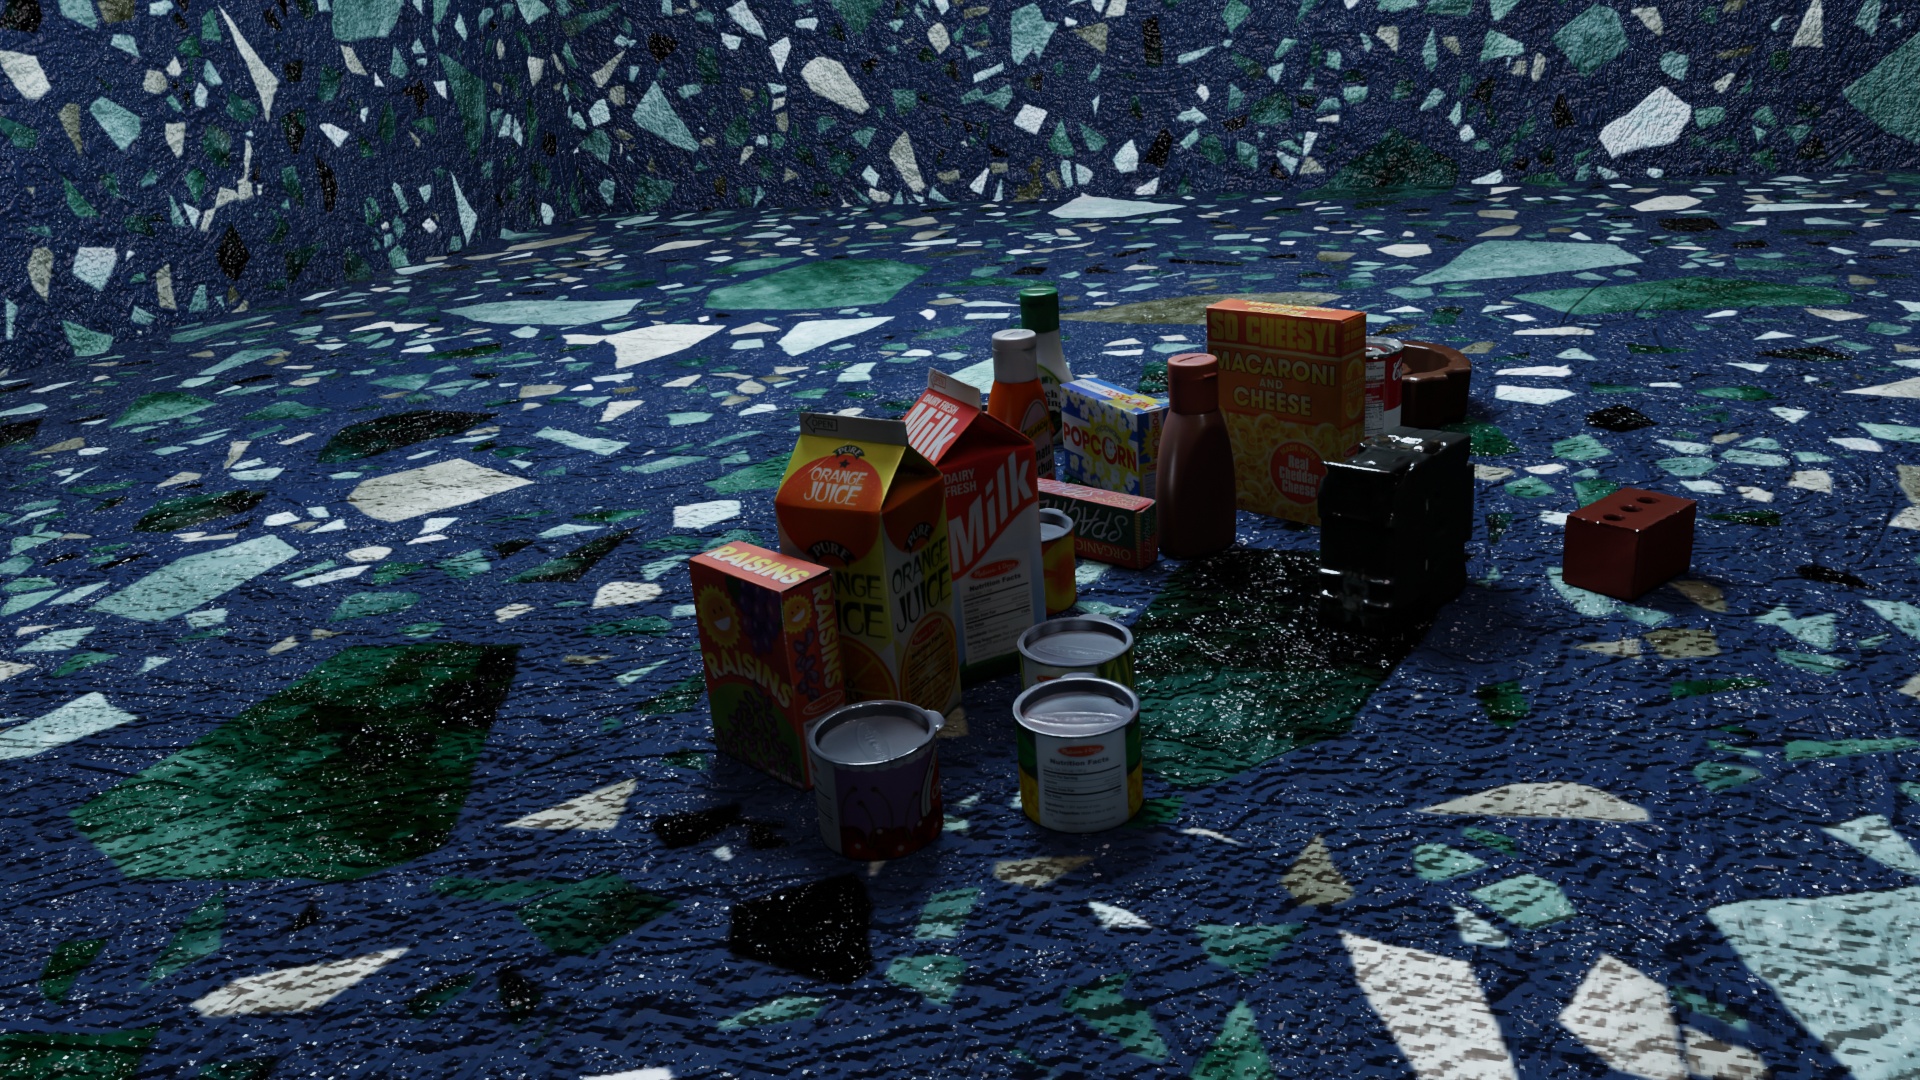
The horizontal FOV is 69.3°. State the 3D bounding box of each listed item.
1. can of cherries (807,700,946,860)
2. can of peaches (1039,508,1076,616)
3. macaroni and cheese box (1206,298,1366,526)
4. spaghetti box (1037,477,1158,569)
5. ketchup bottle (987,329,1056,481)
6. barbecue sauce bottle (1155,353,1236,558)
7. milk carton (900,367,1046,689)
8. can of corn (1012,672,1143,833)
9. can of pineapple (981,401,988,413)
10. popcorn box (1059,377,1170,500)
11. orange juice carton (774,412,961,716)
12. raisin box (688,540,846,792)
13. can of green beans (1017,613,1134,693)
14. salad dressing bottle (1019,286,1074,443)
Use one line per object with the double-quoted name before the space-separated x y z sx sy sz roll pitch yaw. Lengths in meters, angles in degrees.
"can of cherries" -0.041 0.124 0.722 0.071 0.058 0.072 -4 21 2
"can of peaches" 0.050 0.015 0.986 0.071 0.057 0.071 -4 21 2
"macaroni and cheese box" 0.256 -0.102 1.097 0.124 0.165 0.040 15 28 42
"spaghetti box" 0.047 -0.025 1.104 0.250 0.050 0.029 13 27 39
"ketchup bottle" 0.048 -0.101 1.162 0.043 0.148 0.065 14 27 41
"barbecue sauce bottle" 0.176 -0.064 1.040 0.065 0.148 0.044 -17 24 -29
"milk carton" 0.003 -0.011 0.880 0.074 0.189 0.072 -15 23 -25
"can of corn" 0.063 0.111 0.733 0.071 0.058 0.071 -4 21 2
"can of pineapple" 0.031 -0.091 1.267 0.071 0.057 0.071 -4 21 2
"popcorn box" 0.134 -0.086 1.195 0.038 0.085 0.127 -14 23 -23
"orange juice carton" -0.053 0.019 0.810 0.072 0.192 0.073 7 23 28
"raisin box" -0.107 0.069 0.788 0.086 0.123 0.040 15 28 43
"can of green beans" 0.068 0.084 0.805 0.071 0.057 0.071 -4 21 2
"salad dressing bottle" 0.079 -0.168 1.332 0.064 0.147 0.044 1 21 16
